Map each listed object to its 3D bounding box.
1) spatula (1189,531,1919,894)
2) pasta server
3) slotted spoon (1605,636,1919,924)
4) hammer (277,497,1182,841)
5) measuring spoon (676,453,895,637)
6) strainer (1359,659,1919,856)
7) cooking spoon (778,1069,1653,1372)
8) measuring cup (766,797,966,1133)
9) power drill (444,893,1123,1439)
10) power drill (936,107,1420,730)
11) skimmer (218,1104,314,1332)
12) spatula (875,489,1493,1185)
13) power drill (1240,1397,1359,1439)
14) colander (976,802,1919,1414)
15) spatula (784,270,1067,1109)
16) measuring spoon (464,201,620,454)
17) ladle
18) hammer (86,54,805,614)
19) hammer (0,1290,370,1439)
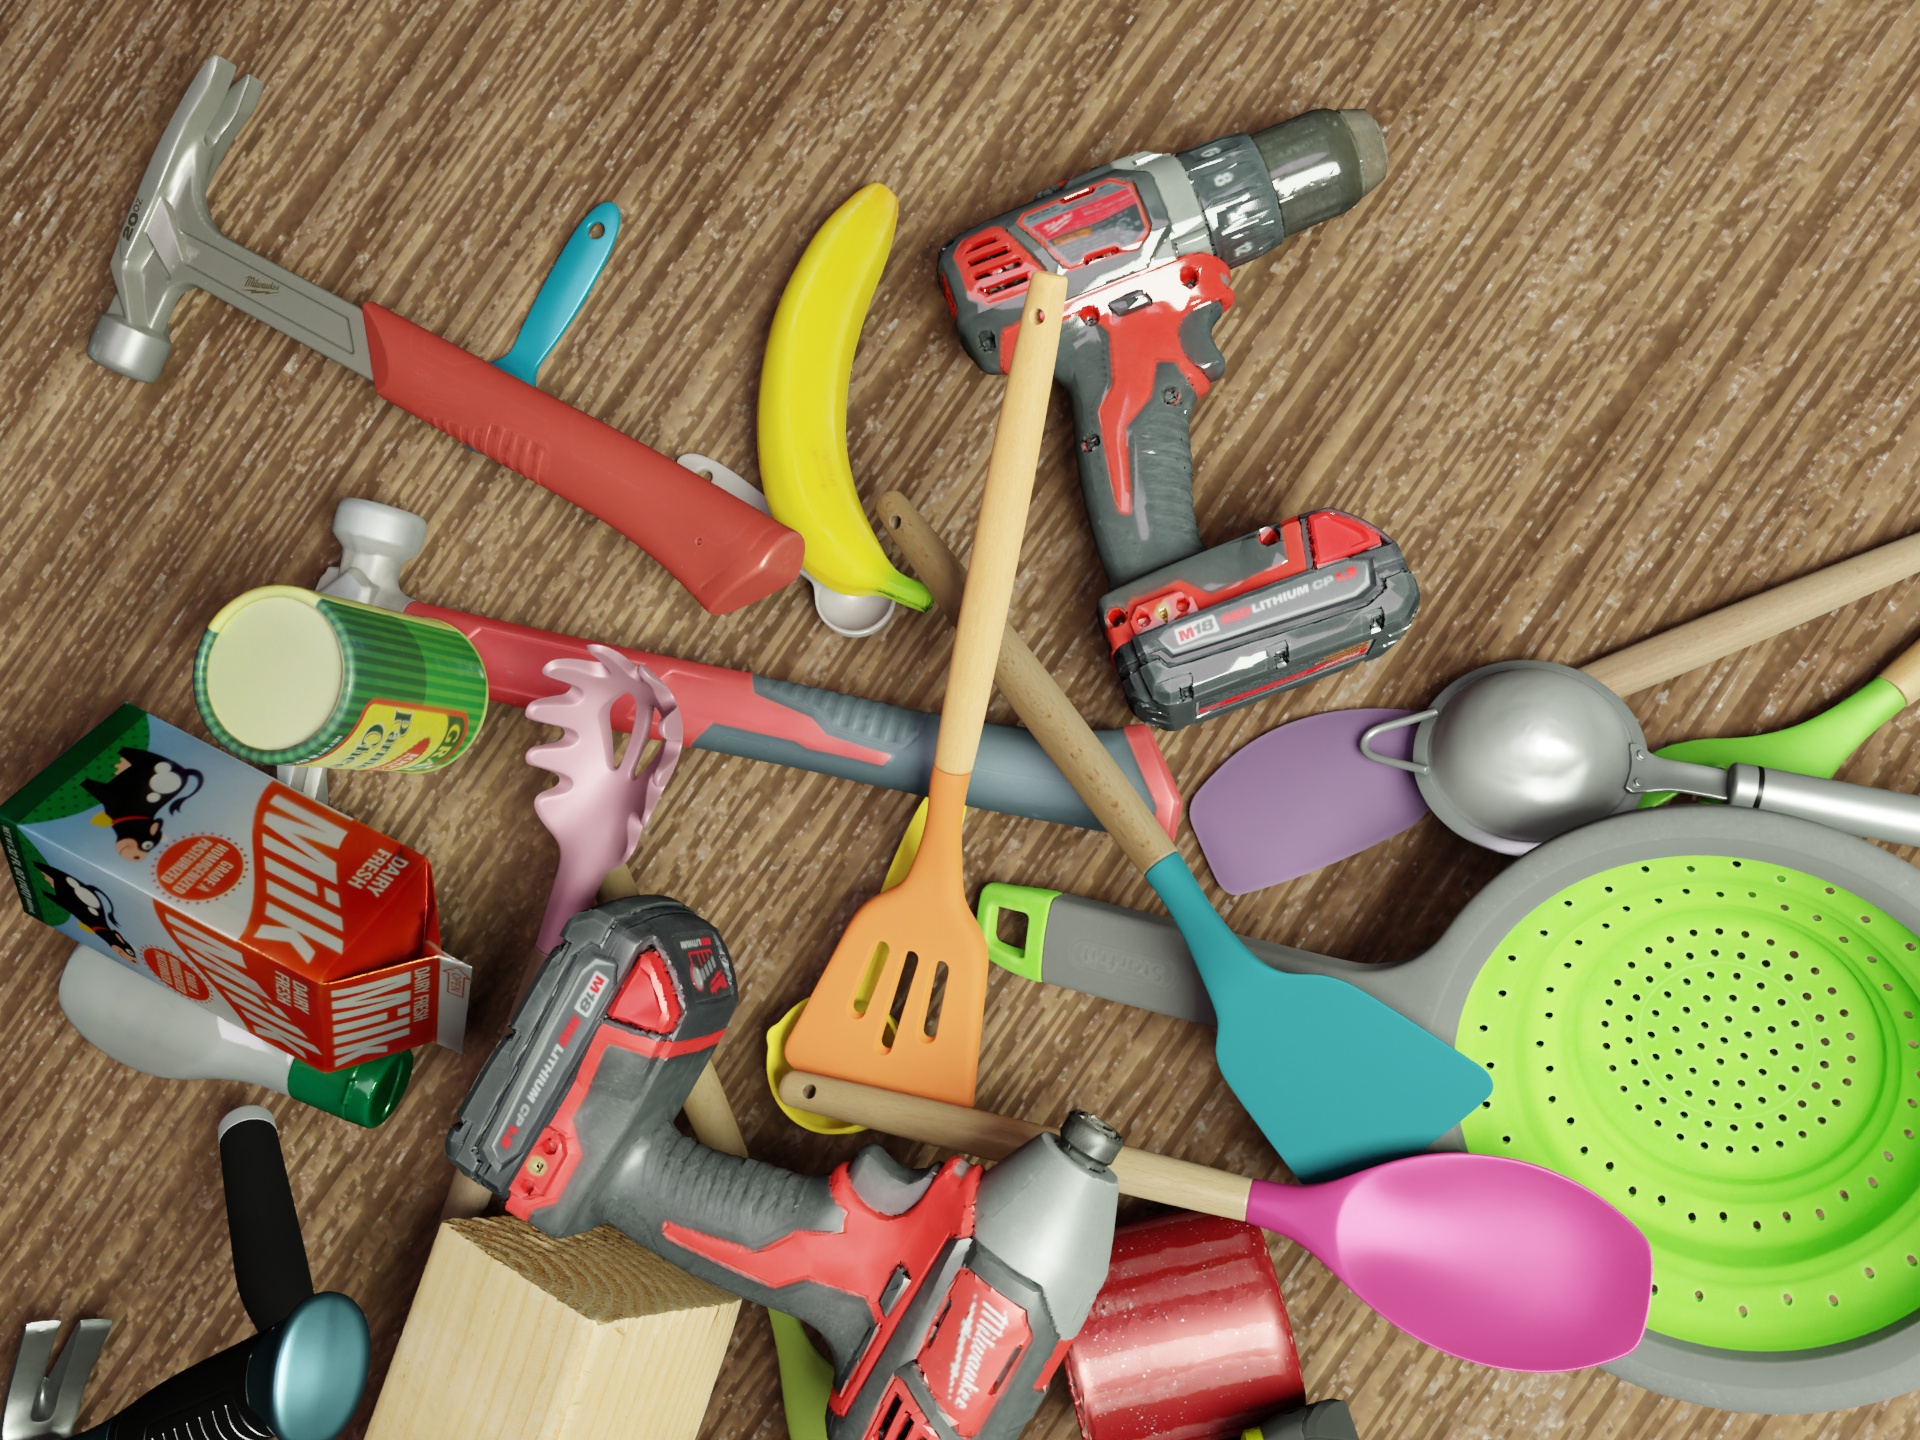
[{"bbox_3d":[0.242,-0.012,0.636,0.316,0.018,0.060,-23,77,6],"label":"spatula"},{"bbox_3d":[-0.173,0.115,0.628,0.060,0.040,0.316,26,106,15],"label":"pasta server"},{"bbox_3d":[0.378,-0.029,0.615,0.314,0.031,0.070,-39,77,1],"label":"slotted spoon"},{"bbox_3d":[-0.102,0.011,0.666,0.386,0.038,0.143,12,87,11],"label":"hammer"},{"bbox_3d":[-0.078,-0.076,0.691,0.124,0.018,0.034,39,73,16],"label":"measuring spoon"},{"bbox_3d":[0.281,0.021,0.588,0.258,0.050,0.087,11,63,13],"label":"strainer"},{"bbox_3d":[0.080,0.168,0.578,0.319,0.017,0.069,9,78,18],"label":"cooking spoon"},{"bbox_3d":[-0.029,0.097,0.663,0.062,0.029,0.156,19,75,17],"label":"measuring cup"},{"bbox_3d":[-0.055,0.158,0.559,0.220,0.078,0.143,31,92,13],"label":"power drill"},{"bbox_3d":[0.109,-0.128,0.639,0.188,0.080,0.227,-21,79,5],"label":"power drill"},{"bbox_3d":[-0.193,0.265,0.557,0.364,0.090,0.127,46,115,47],"label":"skimmer"},{"bbox_3d":[0.063,0.033,0.598,0.082,0.044,0.318,-45,70,26],"label":"spatula"},{"bbox_3d":[0.042,0.317,0.558,0.223,0.171,0.080,-17,49,2],"label":"power drill"},{"bbox_3d":[0.197,0.112,0.601,0.397,0.094,0.204,11,100,27],"label":"colander"},{"bbox_3d":[-0.001,-0.002,0.591,0.081,0.041,0.322,17,111,14],"label":"spatula"},{"bbox_3d":[-0.190,-0.178,0.710,0.042,0.021,0.128,30,91,10],"label":"measuring spoon"},{"bbox_3d":[-0.084,0.161,0.631,0.062,0.078,0.320,-21,81,-28],"label":"ladle"},{"bbox_3d":[-0.218,-0.152,0.682,0.359,0.036,0.149,28,96,16],"label":"hammer"},{"bbox_3d":[-0.299,0.266,0.584,0.331,0.033,0.128,-33,56,38],"label":"hammer"}]
